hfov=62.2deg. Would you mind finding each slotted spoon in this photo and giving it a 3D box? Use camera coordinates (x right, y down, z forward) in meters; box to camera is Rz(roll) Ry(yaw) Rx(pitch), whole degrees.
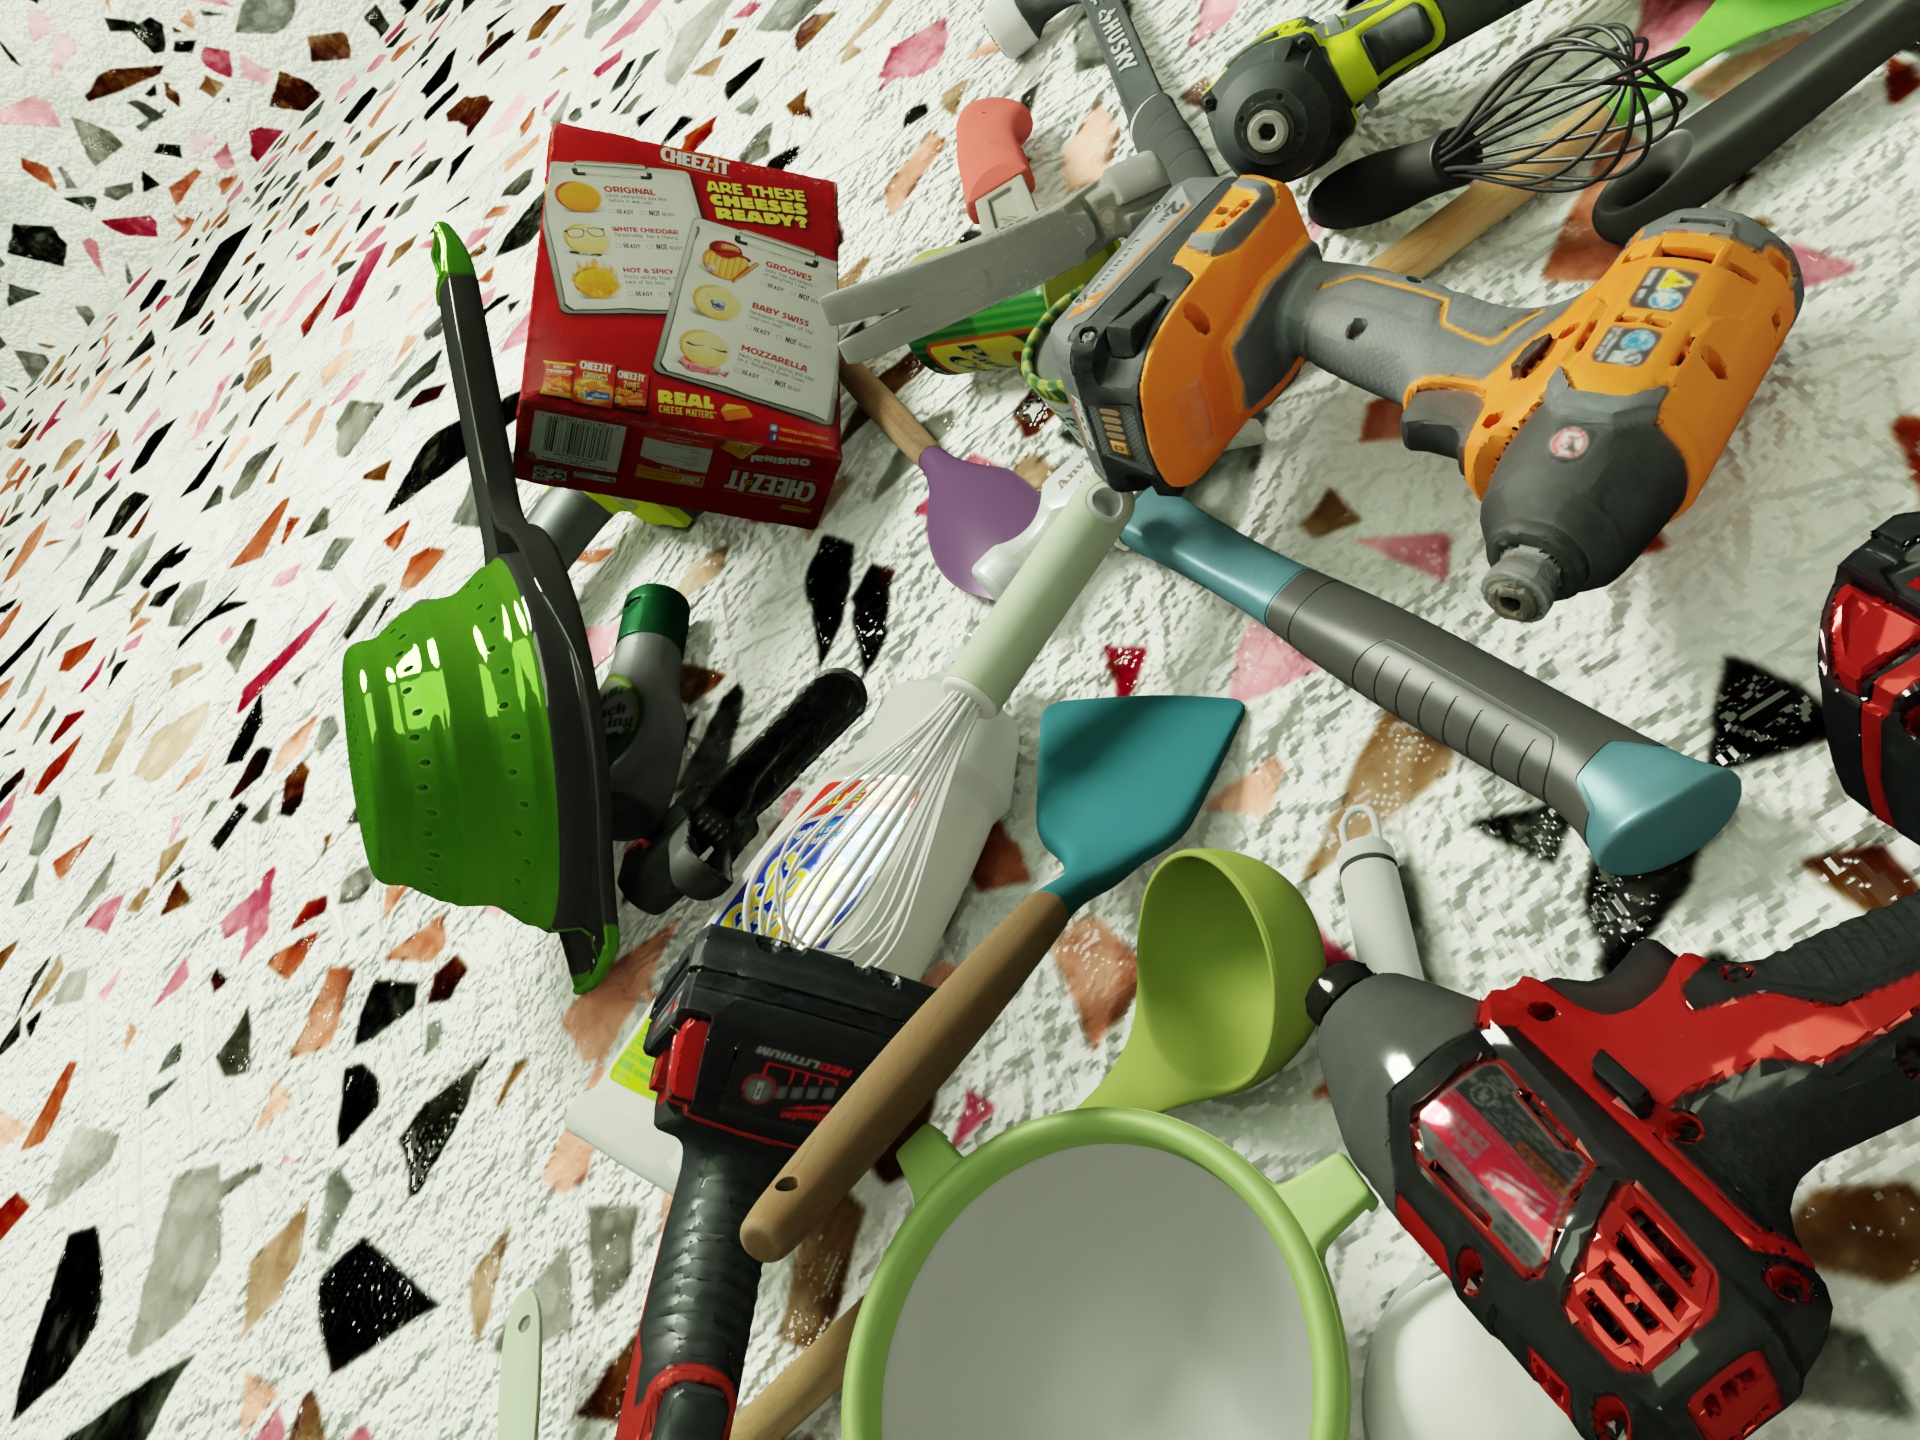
[{"bbox_3d":[0.240,-0.229,0.645,0.313,0.031,0.070,-35,33,19],"label":"slotted spoon"}]

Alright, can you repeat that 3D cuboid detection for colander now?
[{"bbox_3d":[-0.250,-0.061,0.753,0.204,0.094,0.397,135,123,-61],"label":"colander"}]

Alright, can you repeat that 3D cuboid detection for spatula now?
[{"bbox_3d":[0.015,0.060,0.493,0.082,0.044,0.317,0,18,24],"label":"spatula"},{"bbox_3d":[-0.026,-0.145,0.830,0.060,0.018,0.316,-40,40,4],"label":"spatula"}]

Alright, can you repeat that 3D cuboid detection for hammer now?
[{"bbox_3d":[0.010,-0.264,0.793,0.149,0.036,0.359,-21,27,9],"label":"hammer"},{"bbox_3d":[0.130,-0.037,0.582,0.128,0.033,0.331,-47,40,-2],"label":"hammer"},{"bbox_3d":[0.104,-0.333,0.852,0.149,0.036,0.409,-30,43,20],"label":"hammer"}]

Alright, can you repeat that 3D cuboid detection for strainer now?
[{"bbox_3d":[0.131,0.124,0.450,0.087,0.050,0.259,-40,34,34],"label":"strainer"},{"bbox_3d":[0.035,0.237,0.423,0.151,0.069,0.256,-6,59,33],"label":"strainer"}]

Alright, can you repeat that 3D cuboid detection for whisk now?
[{"bbox_3d":[0.354,-0.266,0.551,0.296,0.073,0.073,-36,40,25],"label":"whisk"},{"bbox_3d":[-0.001,-0.002,0.600,0.246,0.058,0.059,-55,5,-21],"label":"whisk"},{"bbox_3d":[0.194,-0.220,0.616,0.055,0.055,0.239,-51,15,-2],"label":"whisk"}]

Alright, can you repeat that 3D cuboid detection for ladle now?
[{"bbox_3d":[-0.004,0.166,0.526,0.320,0.062,0.078,-45,42,9],"label":"ladle"}]

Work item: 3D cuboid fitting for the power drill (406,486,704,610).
[{"bbox_3d":[-0.242,-0.080,0.923,0.228,0.080,0.191,-51,31,-1],"label":"power drill"}]

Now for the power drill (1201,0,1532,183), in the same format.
[{"bbox_3d":[0.209,-0.300,0.659,0.223,0.080,0.171,-25,18,26],"label":"power drill"}]

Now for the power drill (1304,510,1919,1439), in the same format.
[{"bbox_3d":[0.194,0.058,0.387,0.219,0.078,0.143,-40,42,-1],"label":"power drill"}]

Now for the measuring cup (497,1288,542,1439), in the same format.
[{"bbox_3d":[-0.148,0.286,0.575,0.083,0.038,0.168,-36,39,16],"label":"measuring cup"}]

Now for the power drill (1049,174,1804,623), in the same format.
[{"bbox_3d":[0.147,-0.115,0.555,0.227,0.084,0.164,19,60,35],"label":"power drill"}]

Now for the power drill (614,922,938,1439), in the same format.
[{"bbox_3d":[-0.071,0.180,0.460,0.188,0.080,0.227,133,152,-65],"label":"power drill"}]
